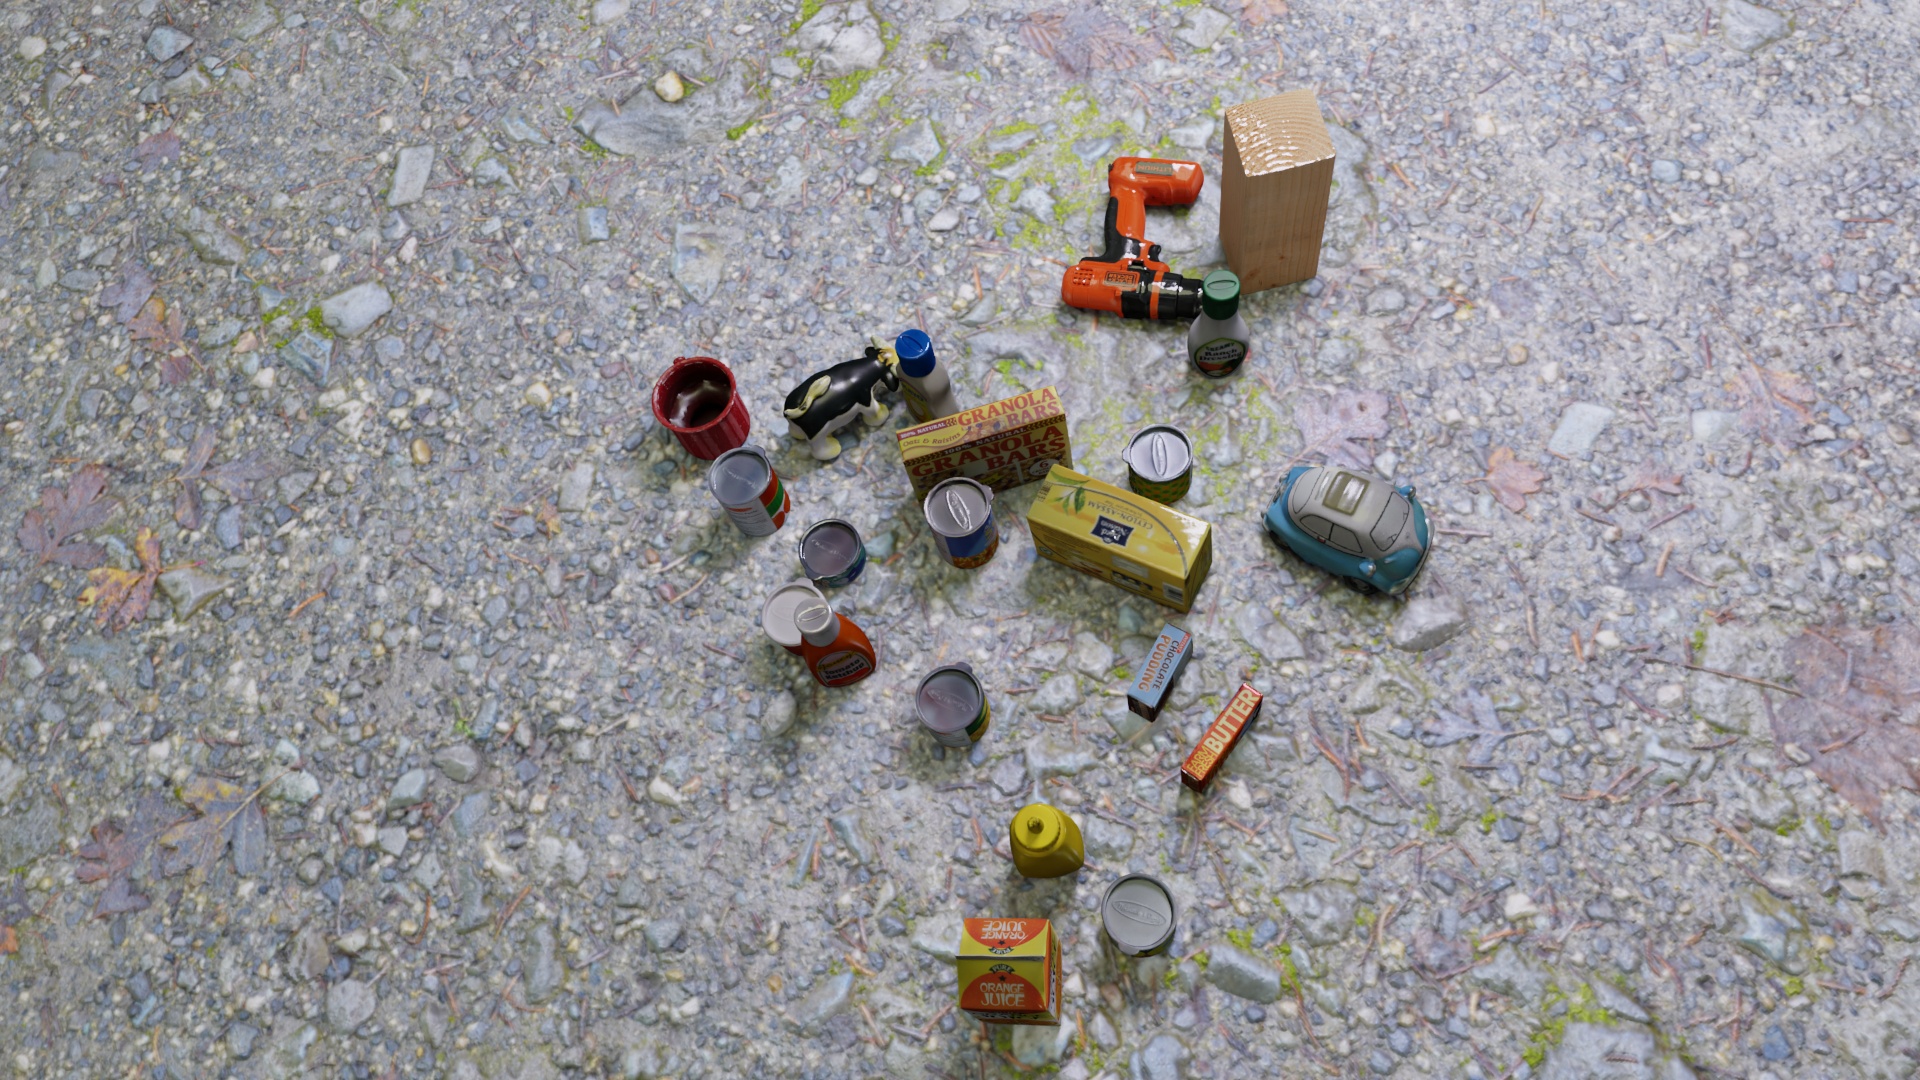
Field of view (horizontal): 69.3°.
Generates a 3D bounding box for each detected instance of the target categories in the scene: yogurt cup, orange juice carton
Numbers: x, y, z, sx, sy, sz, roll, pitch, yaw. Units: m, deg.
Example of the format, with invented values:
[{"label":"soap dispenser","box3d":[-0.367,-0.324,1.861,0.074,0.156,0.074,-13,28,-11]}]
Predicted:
[{"label":"yogurt cup","box3d":[-0.162,0.082,1.398,0.072,0.053,0.072,-3,65,7]},{"label":"orange juice carton","box3d":[0.043,0.360,1.163,0.072,0.192,0.073,-1,66,9]}]

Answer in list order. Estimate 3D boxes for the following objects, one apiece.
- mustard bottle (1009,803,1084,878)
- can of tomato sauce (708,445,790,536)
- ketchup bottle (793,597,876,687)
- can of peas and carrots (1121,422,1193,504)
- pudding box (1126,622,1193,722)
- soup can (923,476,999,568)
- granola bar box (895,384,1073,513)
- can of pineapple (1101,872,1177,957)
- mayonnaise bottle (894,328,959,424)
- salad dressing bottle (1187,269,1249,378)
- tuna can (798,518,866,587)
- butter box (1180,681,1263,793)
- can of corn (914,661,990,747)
[{"label":"mustard bottle","box3d":[0.073,0.261,1.222,0.065,0.159,0.049,-11,65,4]},{"label":"can of tomato sauce","box3d":[-0.218,-0.051,1.452,0.071,0.082,0.071,-3,66,7]},{"label":"ketchup bottle","box3d":[-0.125,0.097,1.334,0.065,0.148,0.044,-20,65,0]},{"label":"can of peas and carrots","box3d":[0.201,-0.076,1.412,0.071,0.058,0.071,-3,66,7]},{"label":"pudding box","box3d":[0.191,0.126,1.326,0.030,0.049,0.084,26,72,19]},{"label":"soup can","box3d":[0.005,-0.018,1.402,0.071,0.083,0.071,-3,66,7]},{"label":"granola bar box","box3d":[0.027,-0.091,1.410,0.165,0.123,0.039,-16,65,1]},{"label":"can of pineapple","box3d":[0.158,0.335,1.232,0.071,0.057,0.071,-3,65,7]},{"label":"mayonnaise bottle","box3d":[-0.038,-0.165,1.440,0.065,0.147,0.041,38,77,22]},{"label":"salad dressing bottle","box3d":[0.264,-0.220,1.419,0.064,0.147,0.044,-5,66,7]},{"label":"tuna can","box3d":[-0.133,0.016,1.436,0.071,0.032,0.071,-3,65,7]},{"label":"butter box","box3d":[0.243,0.184,1.290,0.024,0.053,0.104,34,75,21]},{"label":"can of corn","box3d":[-0.006,0.158,1.337,0.071,0.058,0.071,-3,65,7]}]
